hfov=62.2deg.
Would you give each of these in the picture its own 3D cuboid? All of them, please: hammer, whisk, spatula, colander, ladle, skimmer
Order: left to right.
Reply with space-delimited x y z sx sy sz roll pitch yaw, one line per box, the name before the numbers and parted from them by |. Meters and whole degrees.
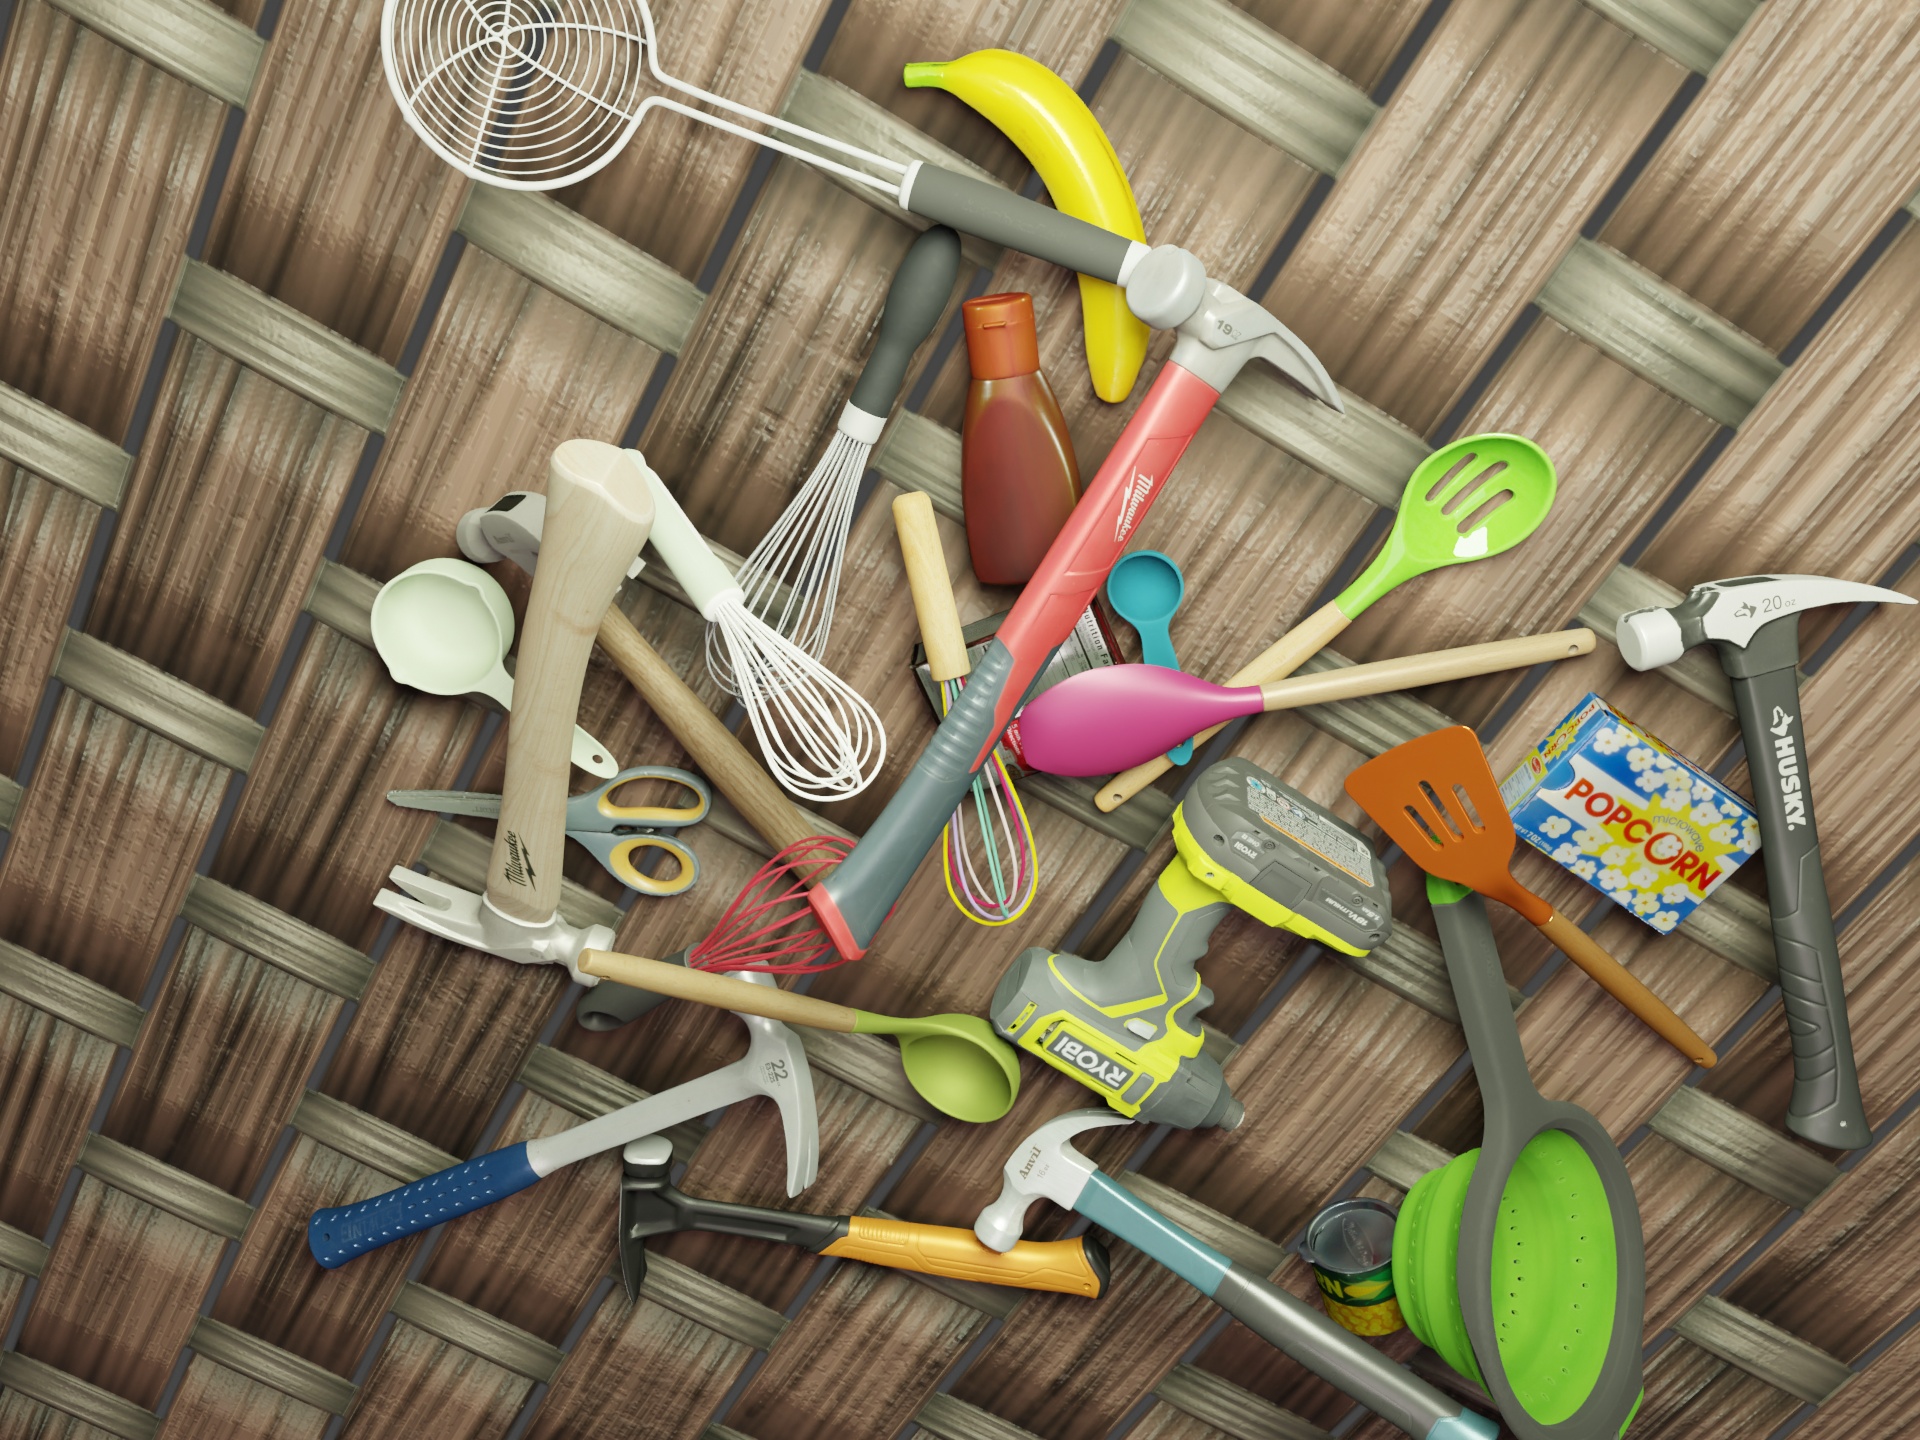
hammer | -0.236 0.008 0.863 0.146 0.038 0.410 20 136 -4
hammer | -0.272 0.294 1.056 0.405 0.035 0.144 -24 82 19
hammer | -0.150 0.004 0.907 0.130 0.031 0.331 1 135 55
whisk | -0.144 0.137 0.947 0.296 0.073 0.073 -29 110 38
whisk | -0.119 -0.055 0.832 0.059 0.057 0.246 -34 68 -9
skimmer | -0.086 -0.271 0.750 0.363 0.090 0.127 21 114 4
ladle | -0.084 0.181 0.916 0.078 0.062 0.319 -23 147 37
whisk | -0.066 -0.131 0.853 0.070 0.070 0.284 24 109 -6
hammer | -0.066 0.362 1.088 0.337 0.034 0.127 7 114 2
whisk | -0.003 -0.002 0.865 0.047 0.051 0.245 -10 101 16
hammer | 0.047 -0.038 0.812 0.143 0.038 0.386 23 104 -40
hammer | 0.175 0.359 0.995 0.331 0.033 0.128 30 99 16
colander | 0.310 0.259 0.973 0.094 0.204 0.397 -10 100 47
spatula | 0.347 0.116 0.914 0.322 0.041 0.081 37 132 -26
hammer | 0.459 0.081 0.865 0.146 0.035 0.334 -16 102 -1

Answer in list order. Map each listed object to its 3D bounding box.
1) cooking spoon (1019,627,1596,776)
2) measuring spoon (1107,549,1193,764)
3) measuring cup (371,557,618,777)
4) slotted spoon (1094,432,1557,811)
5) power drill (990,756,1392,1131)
cooking spoon | 0.190 -0.017 0.872 0.319 0.017 0.068 -10 120 0
measuring spoon | 0.113 -0.036 0.891 0.042 0.021 0.128 -8 111 16
measuring cup | -0.262 -0.028 0.926 0.167 0.038 0.083 41 112 -15
slotted spoon | 0.190 -0.046 0.880 0.070 0.031 0.313 42 114 -16
power drill | 0.146 0.146 0.948 0.171 0.080 0.223 32 117 -8
